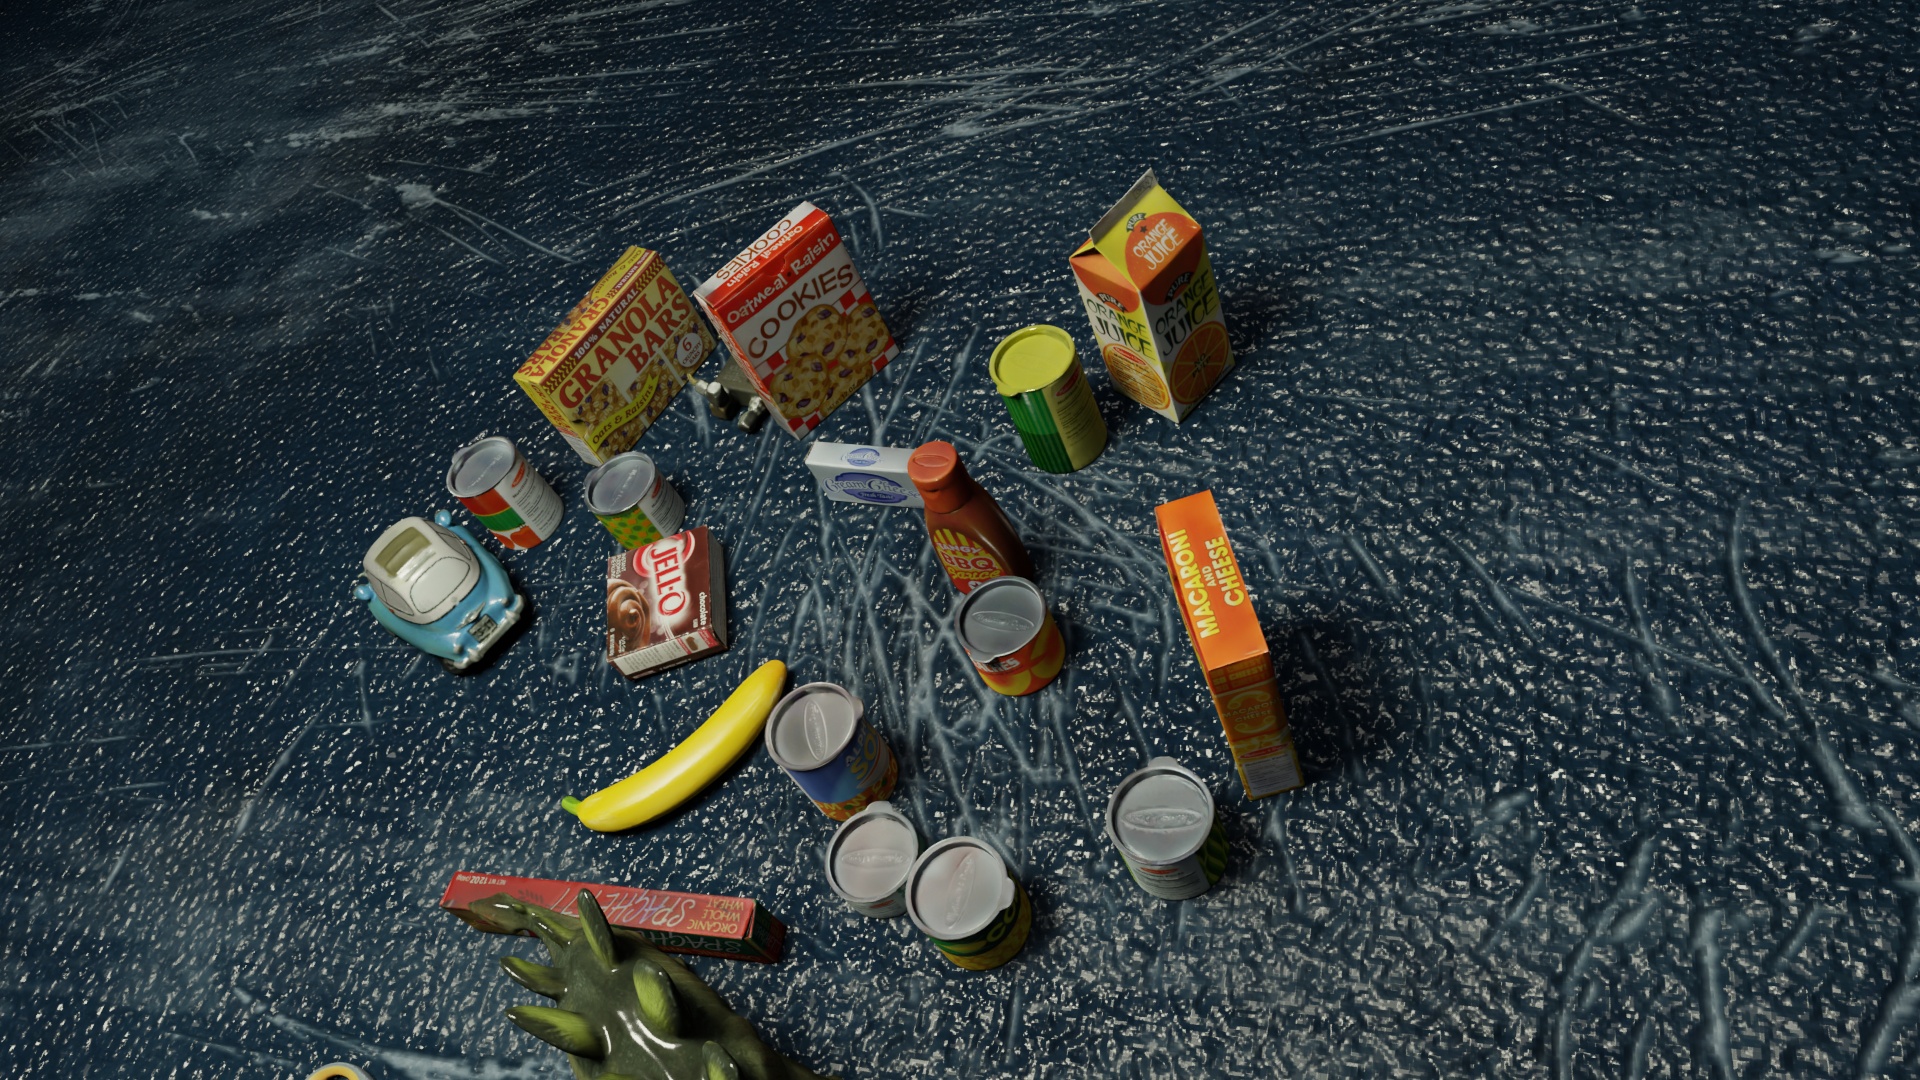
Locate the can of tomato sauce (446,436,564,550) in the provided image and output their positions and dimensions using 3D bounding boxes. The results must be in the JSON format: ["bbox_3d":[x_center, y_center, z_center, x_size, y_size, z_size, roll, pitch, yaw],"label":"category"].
[{"bbox_3d":[-0.401,-0.041,1.224,0.071,0.082,0.071,-11,51,14],"label":"can of tomato sauce"}]

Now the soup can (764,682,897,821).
[{"bbox_3d":[-0.084,0.145,0.953,0.071,0.083,0.072,-11,51,14],"label":"soup can"}]

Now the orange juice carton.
[{"bbox_3d":[0.141,-0.184,1.041,0.072,0.192,0.073,-45,51,-14],"label":"orange juice carton"}]

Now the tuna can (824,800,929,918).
[{"bbox_3d":[-0.053,0.212,0.922,0.071,0.032,0.071,-11,51,14],"label":"tuna can"}]

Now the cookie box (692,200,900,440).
[{"bbox_3d":[-0.133,-0.182,1.168,0.123,0.166,0.040,-43,51,-12],"label":"cookie box"}]

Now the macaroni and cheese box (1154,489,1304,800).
[{"bbox_3d":[0.166,0.068,0.856,0.040,0.165,0.124,-19,50,9],"label":"macaroni and cheese box"}]

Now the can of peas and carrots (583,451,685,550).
[{"bbox_3d":[-0.279,-0.033,1.184,0.071,0.058,0.071,-11,51,14],"label":"can of peas and carrots"}]

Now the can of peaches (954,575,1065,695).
[{"bbox_3d":[0.035,0.070,0.979,0.071,0.057,0.071,-11,51,14],"label":"can of peaches"}]

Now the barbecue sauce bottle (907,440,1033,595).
[{"bbox_3d":[0.004,-0.012,0.995,0.065,0.148,0.044,7,58,27],"label":"barbecue sauce bottle"}]

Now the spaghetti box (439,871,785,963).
[{"bbox_3d":[-0.240,0.258,0.952,0.250,0.050,0.029,-1,55,21],"label":"spaghetti box"}]

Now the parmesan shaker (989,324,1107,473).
[{"bbox_3d":[0.067,-0.105,1.070,0.071,0.102,0.071,-11,51,14],"label":"parmesan shaker"}]

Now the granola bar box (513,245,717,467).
[{"bbox_3d":[-0.306,-0.163,1.252,0.039,0.123,0.166,20,64,33],"label":"granola bar box"}]

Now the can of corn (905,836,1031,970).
[{"bbox_3d":[0.008,0.228,0.868,0.071,0.058,0.071,-11,51,14],"label":"can of corn"}]

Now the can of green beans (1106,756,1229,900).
[{"bbox_3d":[0.129,0.180,0.856,0.071,0.057,0.071,-11,51,14],"label":"can of green beans"}]

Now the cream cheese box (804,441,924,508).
[{"bbox_3d":[-0.069,-0.052,1.117,0.104,0.053,0.024,6,58,26],"label":"cream cheese box"}]
